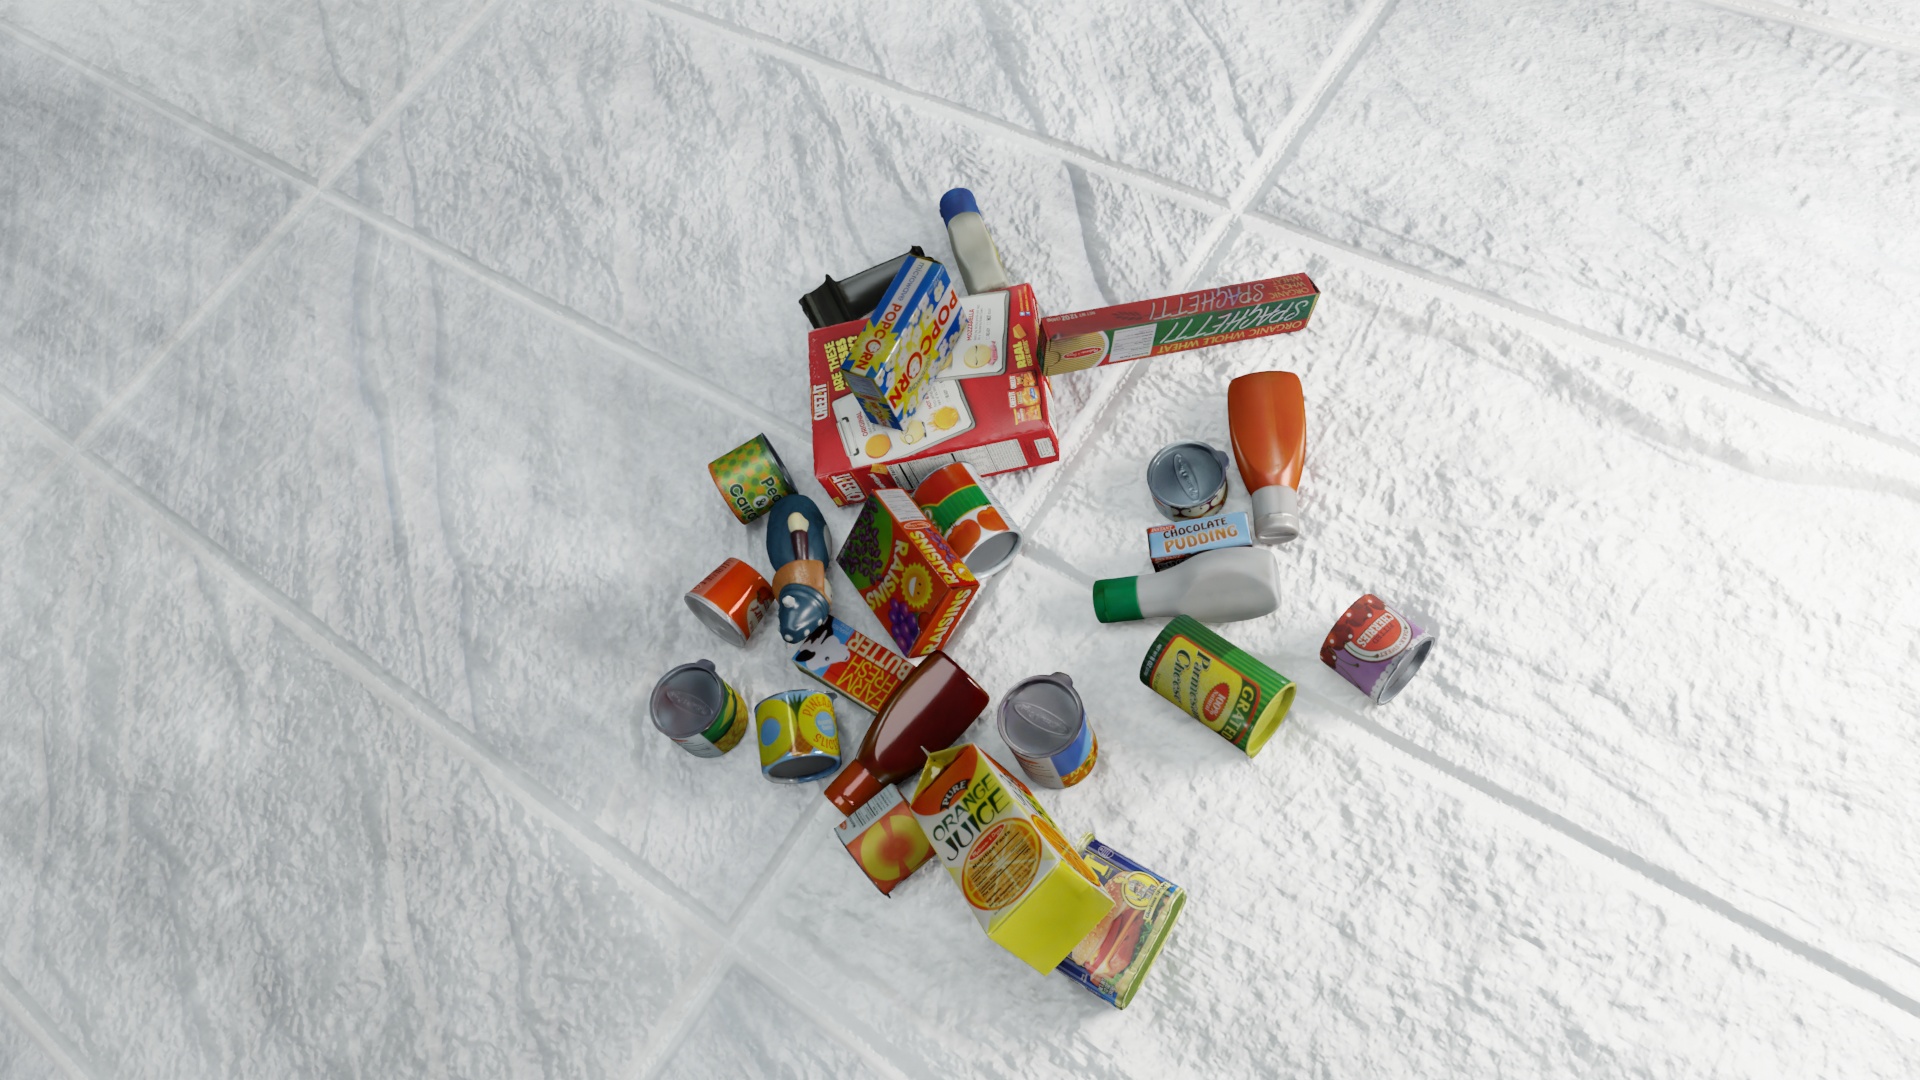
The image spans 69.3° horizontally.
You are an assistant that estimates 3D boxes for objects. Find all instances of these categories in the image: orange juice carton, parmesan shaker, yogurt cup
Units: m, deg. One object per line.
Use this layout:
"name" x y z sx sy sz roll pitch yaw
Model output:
"orange juice carton" 0.026 0.218 1.018 0.073 0.071 0.193 -46 34 2
"parmesan shaker" 0.197 0.113 1.077 0.103 0.071 0.071 33 76 27
"yogurt cup" -0.199 0.052 1.215 0.072 0.072 0.054 28 65 26

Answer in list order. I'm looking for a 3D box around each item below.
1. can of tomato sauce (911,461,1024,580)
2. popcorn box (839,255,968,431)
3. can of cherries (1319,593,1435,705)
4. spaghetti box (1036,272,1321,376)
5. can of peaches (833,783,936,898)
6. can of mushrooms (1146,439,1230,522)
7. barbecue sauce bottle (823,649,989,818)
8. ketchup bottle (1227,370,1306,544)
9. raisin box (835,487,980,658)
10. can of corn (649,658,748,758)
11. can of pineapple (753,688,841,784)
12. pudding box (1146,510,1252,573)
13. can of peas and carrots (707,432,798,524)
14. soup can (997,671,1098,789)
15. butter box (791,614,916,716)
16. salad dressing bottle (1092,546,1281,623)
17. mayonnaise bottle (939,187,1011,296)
"can of tomato sauce" 0.004 -0.015 1.193 0.071 0.071 0.083 -34 61 -4
"popcorn box" -0.046 -0.169 1.194 0.038 0.085 0.127 20 70 25
"can of cherries" 0.316 0.081 1.057 0.071 0.071 0.058 -44 61 -10
"spaghetti box" 0.189 -0.188 1.206 0.250 0.050 0.029 -12 58 -11
"can of peaches" -0.054 0.233 1.080 0.058 0.071 0.071 -39 60 -7
"can of mushrooms" 0.196 -0.050 1.180 0.071 0.033 0.071 -6 61 12
"barbecue sauce bottle" -0.047 0.161 1.123 0.065 0.043 0.149 44 81 -2
"ketchup bottle" 0.260 -0.071 1.167 0.065 0.043 0.149 -5 62 13
"raisin box" -0.046 0.026 1.174 0.124 0.040 0.085 51 127 30
"can of corn" -0.219 0.142 1.174 0.071 0.058 0.071 -6 62 12
"can of pineapple" -0.132 0.160 1.136 0.071 0.070 0.058 -16 61 7
"pudding box" 0.198 0.004 1.141 0.084 0.049 0.030 -9 63 10
"can of peas and carrots" -0.188 -0.054 1.264 0.059 0.070 0.071 -30 60 -1
"soup can" 0.071 0.148 1.080 0.071 0.083 0.071 -6 62 12
"butter box" -0.087 0.108 1.177 0.103 0.024 0.053 27 73 26
"salad dressing bottle" 0.182 0.041 1.122 0.147 0.064 0.044 -8 38 19
"mayonnaise bottle" 0.014 -0.278 1.333 0.041 0.064 0.149 -18 56 2
